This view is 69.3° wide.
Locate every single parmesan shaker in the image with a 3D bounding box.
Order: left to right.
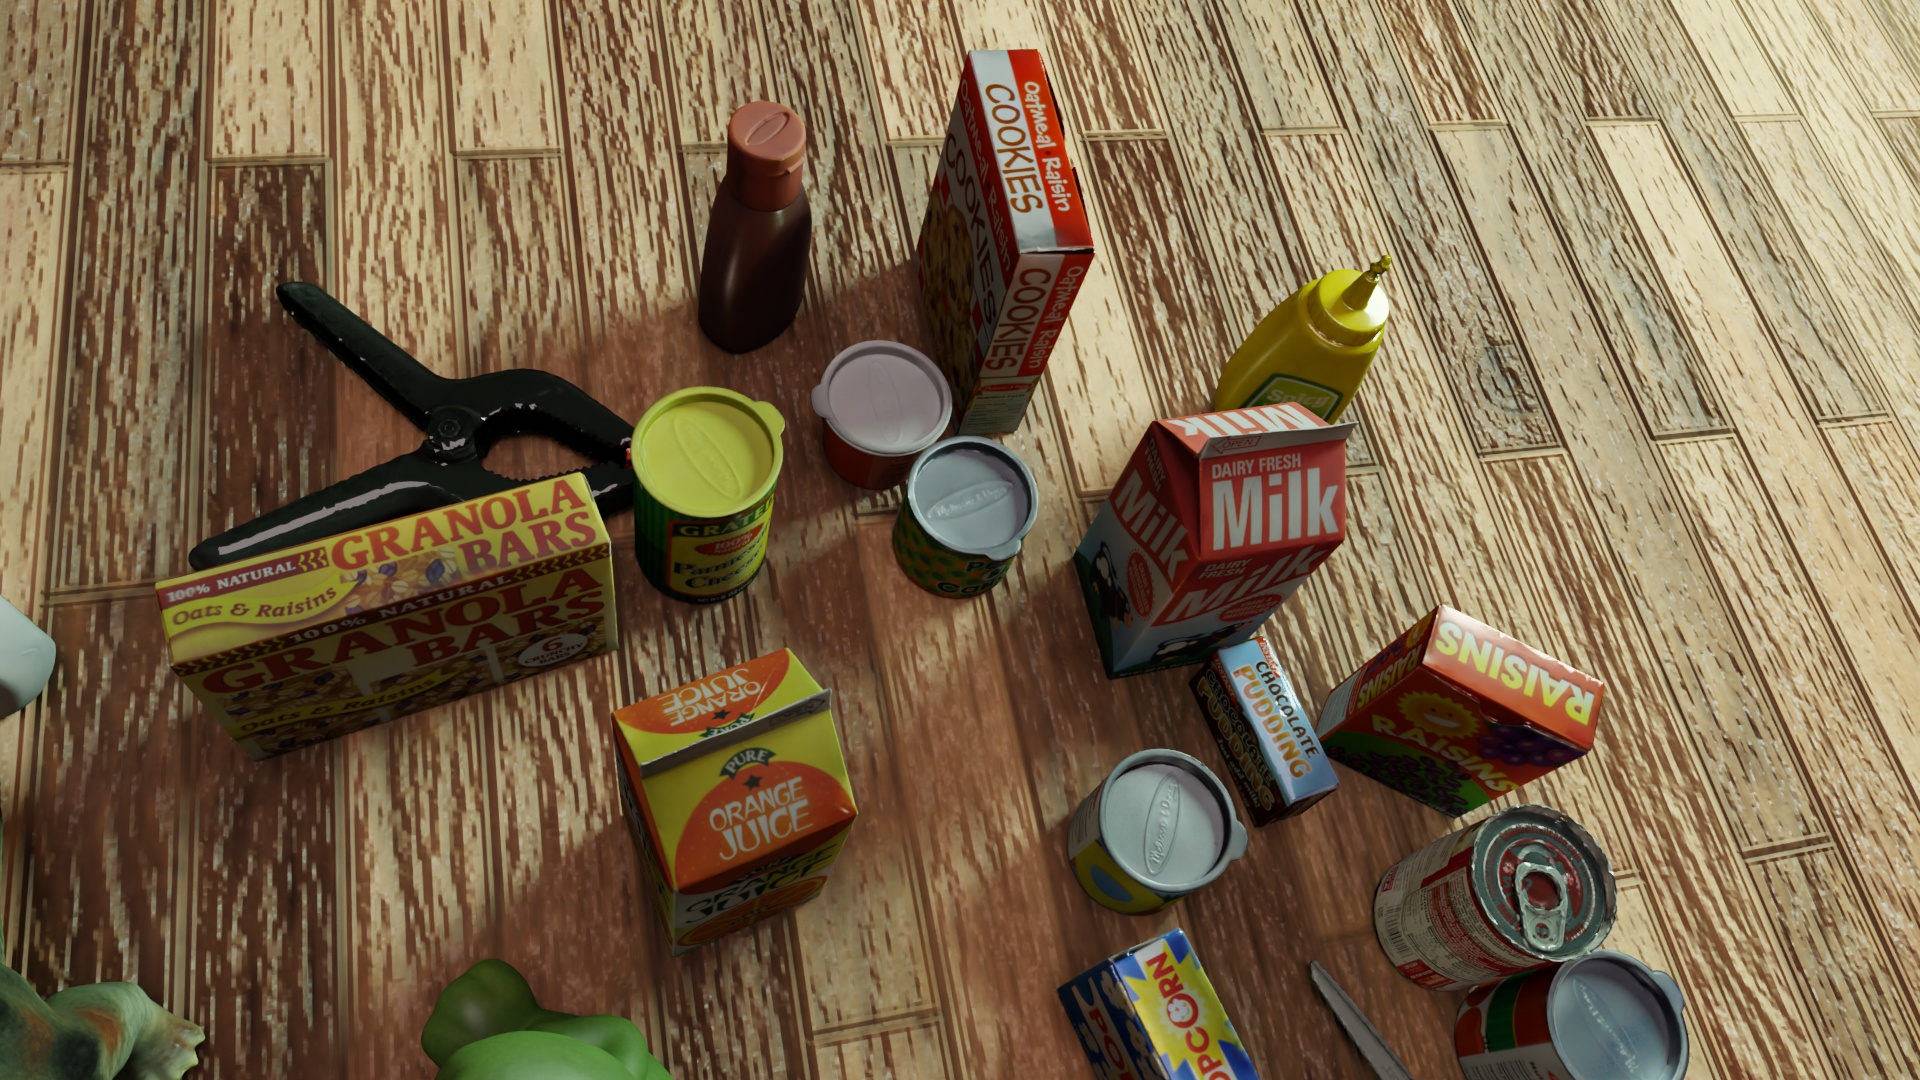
[{"bbox_3d":[-0.119,-0.019,0.660,0.071,0.102,0.071,5,64,-10],"label":"parmesan shaker"}]

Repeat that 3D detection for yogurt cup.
[{"bbox_3d":[-0.042,-0.062,0.726,0.072,0.053,0.072,5,63,-10],"label":"yogurt cup"}]

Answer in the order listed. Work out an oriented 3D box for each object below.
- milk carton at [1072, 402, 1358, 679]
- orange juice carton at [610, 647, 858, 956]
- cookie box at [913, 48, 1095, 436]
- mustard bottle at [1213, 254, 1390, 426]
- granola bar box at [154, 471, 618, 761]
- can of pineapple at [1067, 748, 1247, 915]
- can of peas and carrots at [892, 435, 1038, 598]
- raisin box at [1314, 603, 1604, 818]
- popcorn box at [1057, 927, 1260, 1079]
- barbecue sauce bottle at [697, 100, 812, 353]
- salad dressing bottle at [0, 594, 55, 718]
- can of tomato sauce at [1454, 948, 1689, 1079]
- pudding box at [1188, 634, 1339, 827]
[{"bbox_3d":[0.117,-0.005,0.653,0.072,0.189,0.073,-8,66,-15],"label":"milk carton"},{"bbox_3d":[-0.093,0.104,0.554,0.072,0.191,0.073,-19,70,-20],"label":"orange juice carton"},{"bbox_3d":[0.018,-0.148,0.717,0.040,0.166,0.123,-6,66,-15],"label":"cookie box"},{"bbox_3d":[0.184,-0.099,0.732,0.065,0.159,0.049,15,62,-4],"label":"mustard bottle"},{"bbox_3d":[-0.235,0.034,0.597,0.166,0.123,0.039,-17,69,-19],"label":"granola bar box"},{"bbox_3d":[0.090,0.139,0.651,0.071,0.057,0.071,5,63,-10],"label":"can of pineapple"},{"bbox_3d":[0.003,-0.009,0.706,0.071,0.058,0.071,5,63,-10],"label":"can of peas and carrots"},{"bbox_3d":[0.236,0.086,0.672,0.086,0.122,0.040,27,62,2],"label":"raisin box"},{"bbox_3d":[0.094,0.236,0.589,0.038,0.085,0.127,-20,70,-20],"label":"popcorn box"},{"bbox_3d":[-0.102,-0.158,0.707,0.044,0.148,0.065,39,63,8],"label":"barbecue sauce bottle"},{"bbox_3d":[-0.413,0.027,0.550,0.064,0.147,0.044,17,62,-4],"label":"salad dressing bottle"},{"bbox_3d":[0.277,0.226,0.634,0.071,0.082,0.071,5,63,-10],"label":"can of tomato sauce"},{"bbox_3d":[0.150,0.095,0.691,0.030,0.049,0.084,-15,68,-18],"label":"pudding box"}]
